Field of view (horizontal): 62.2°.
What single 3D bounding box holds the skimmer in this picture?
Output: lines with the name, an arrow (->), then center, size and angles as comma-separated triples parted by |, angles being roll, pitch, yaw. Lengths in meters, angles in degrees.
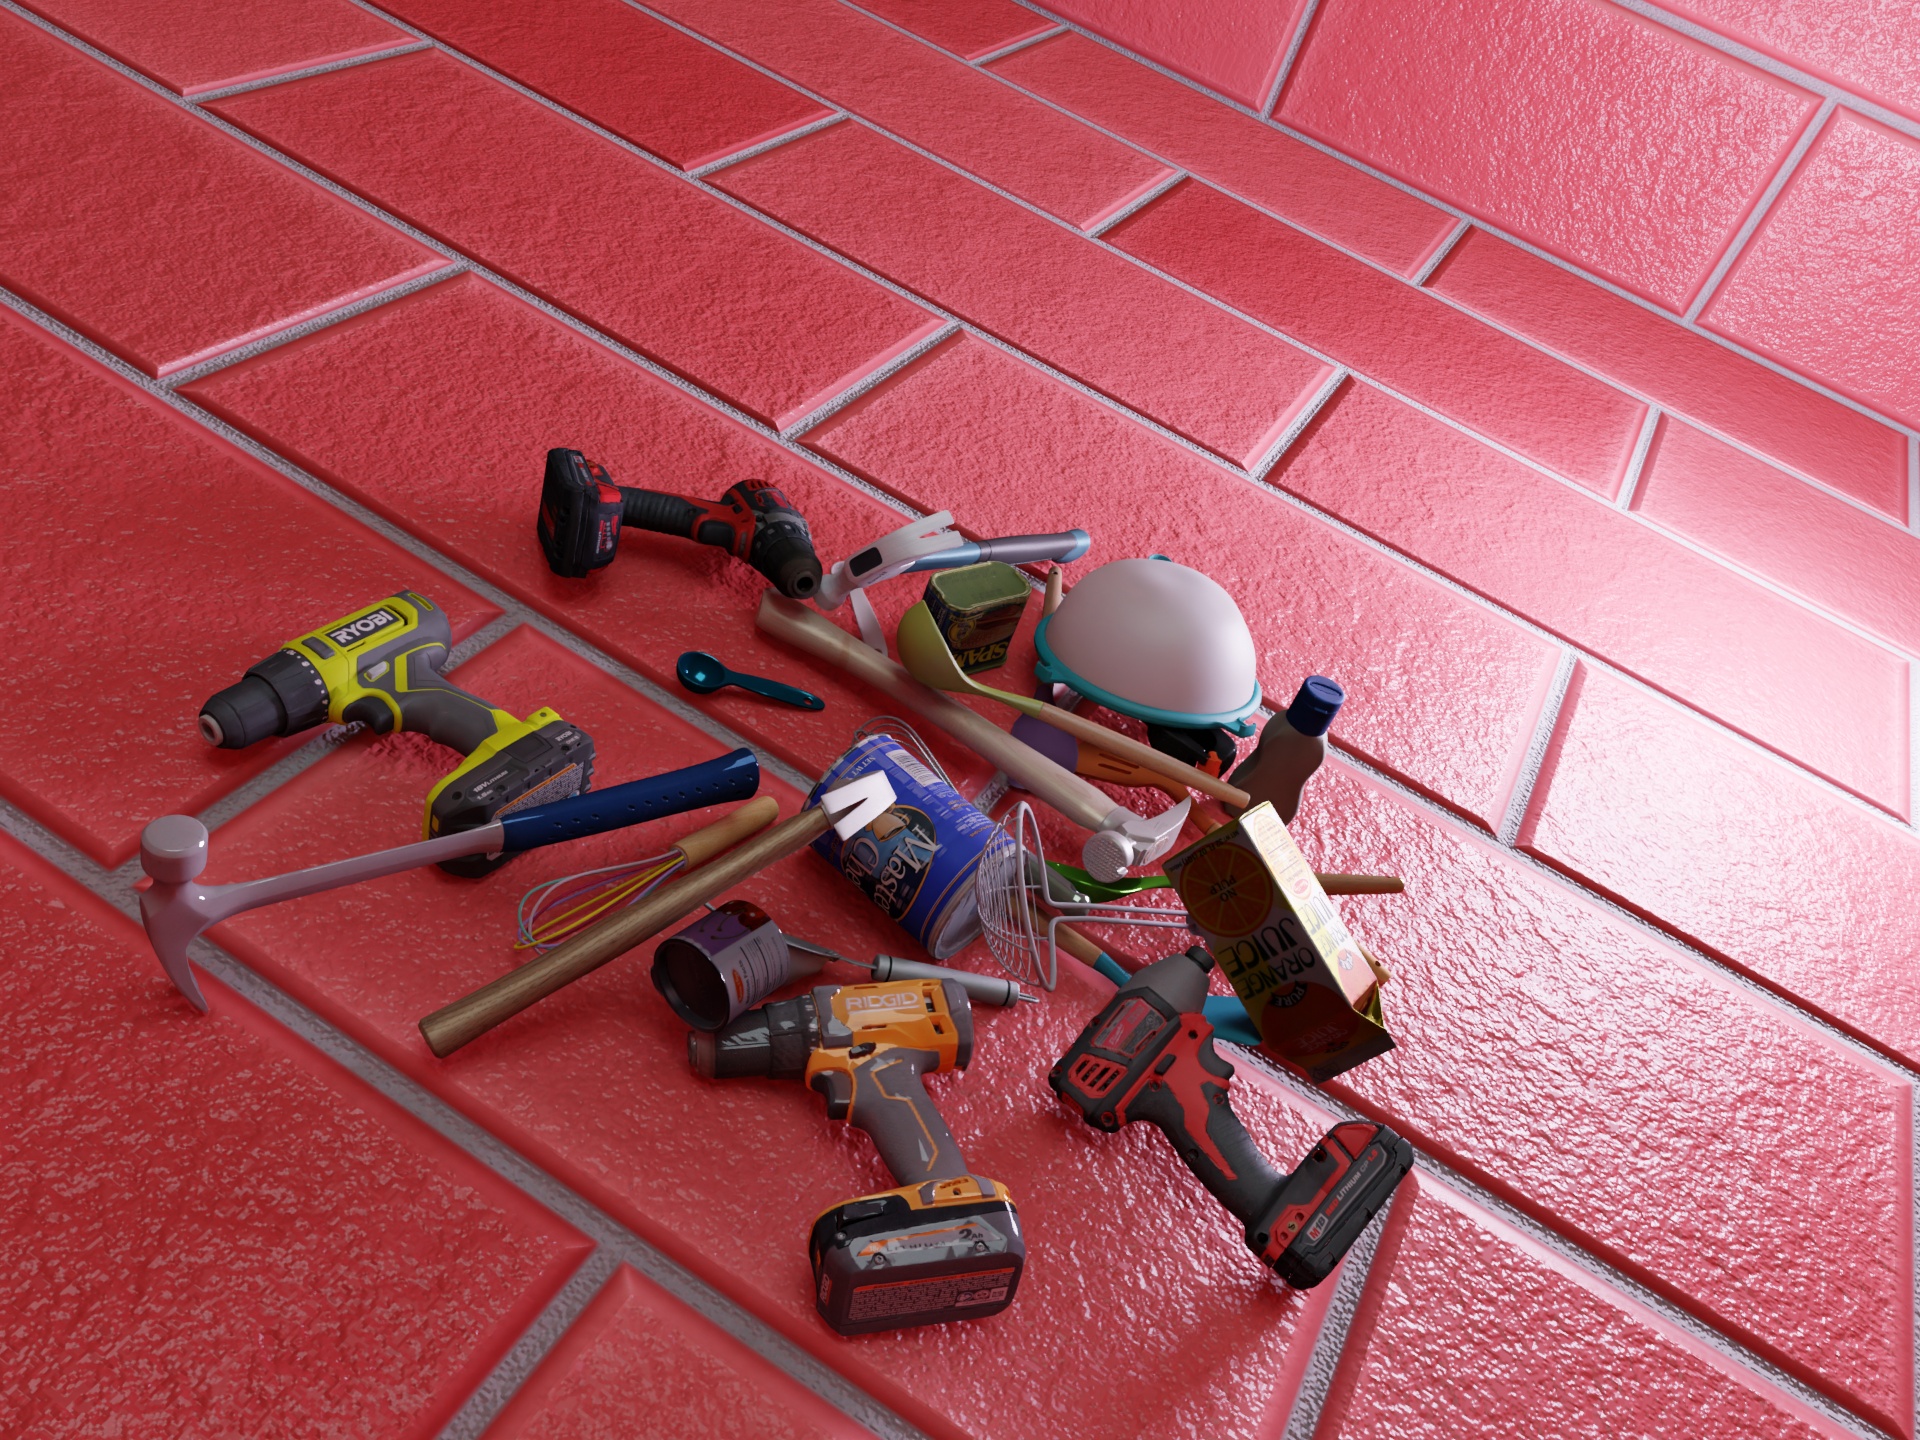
skimmer -> 0.149, 0.136, 1.145 | 0.363, 0.090, 0.127 | 10, 66, -38

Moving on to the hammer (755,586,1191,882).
hammer -> -0.002, -0.004, 1.315 | 0.411, 0.038, 0.146 | 33, 27, 22

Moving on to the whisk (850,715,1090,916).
whisk -> 0.005, 0.075, 1.224 | 0.246, 0.059, 0.057 | 37, 4, 26

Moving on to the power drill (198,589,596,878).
power drill -> -0.393, 0.009, 1.120 | 0.229, 0.080, 0.190 | 33, 40, 17

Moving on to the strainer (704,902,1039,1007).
strainer -> -0.063, 0.173, 1.108 | 0.258, 0.050, 0.087 | 14, -4, -17

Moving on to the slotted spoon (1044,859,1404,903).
slotted spoon -> 0.210, 0.130, 1.261 | 0.313, 0.031, 0.070 | 2, 8, -15

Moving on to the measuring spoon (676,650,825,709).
measuring spoon -> -0.174, -0.024, 1.306 | 0.128, 0.021, 0.042 | 17, 38, -20

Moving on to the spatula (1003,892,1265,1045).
spatula -> 0.087, 0.156, 1.192 | 0.317, 0.044, 0.082 | 32, 24, 14

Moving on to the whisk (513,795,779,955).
whisk -> -0.217, 0.105, 1.120 | 0.051, 0.047, 0.245 | 46, 40, 12

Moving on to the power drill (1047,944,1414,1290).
power drill -> 0.182, 0.257, 1.059 | 0.220, 0.078, 0.143 | 37, 74, 20

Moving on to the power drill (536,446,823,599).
power drill -> -0.233, -0.160, 1.356 | 0.226, 0.080, 0.188 | 3, 27, -25

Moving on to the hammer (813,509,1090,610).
hammer -> 0.015, -0.152, 1.451 | 0.331, 0.128, 0.033 | -13, 77, -53

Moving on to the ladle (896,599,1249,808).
ladle -> 0.094, -0.009, 1.297 | 0.320, 0.062, 0.078 | 24, 3, -3

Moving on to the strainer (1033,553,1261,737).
strainer -> 0.187, -0.114, 1.465 | 0.211, 0.095, 0.341 | 16, 29, 1

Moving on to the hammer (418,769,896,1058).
hammer -> -0.185, 0.118, 1.012 | 0.331, 0.130, 0.031 | -29, 92, -19

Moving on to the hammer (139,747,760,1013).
hammer -> -0.311, 0.081, 1.030 | 0.405, 0.144, 0.035 | -14, 49, -38

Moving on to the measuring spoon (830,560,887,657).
measuring spoon -> -0.089, -0.093, 1.424 | 0.034, 0.018, 0.124 | -2, 52, -27

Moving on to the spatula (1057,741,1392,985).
spatula -> 0.223, 0.111, 1.323 | 0.323, 0.041, 0.081 | 42, 43, 17

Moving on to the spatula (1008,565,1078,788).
spatula -> 0.080, -0.043, 1.435 | 0.060, 0.018, 0.316 | 8, 41, -1

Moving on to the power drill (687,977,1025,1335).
power drill -> -0.067, 0.257, 0.983 | 0.185, 0.084, 0.226 | -2, 40, -15
